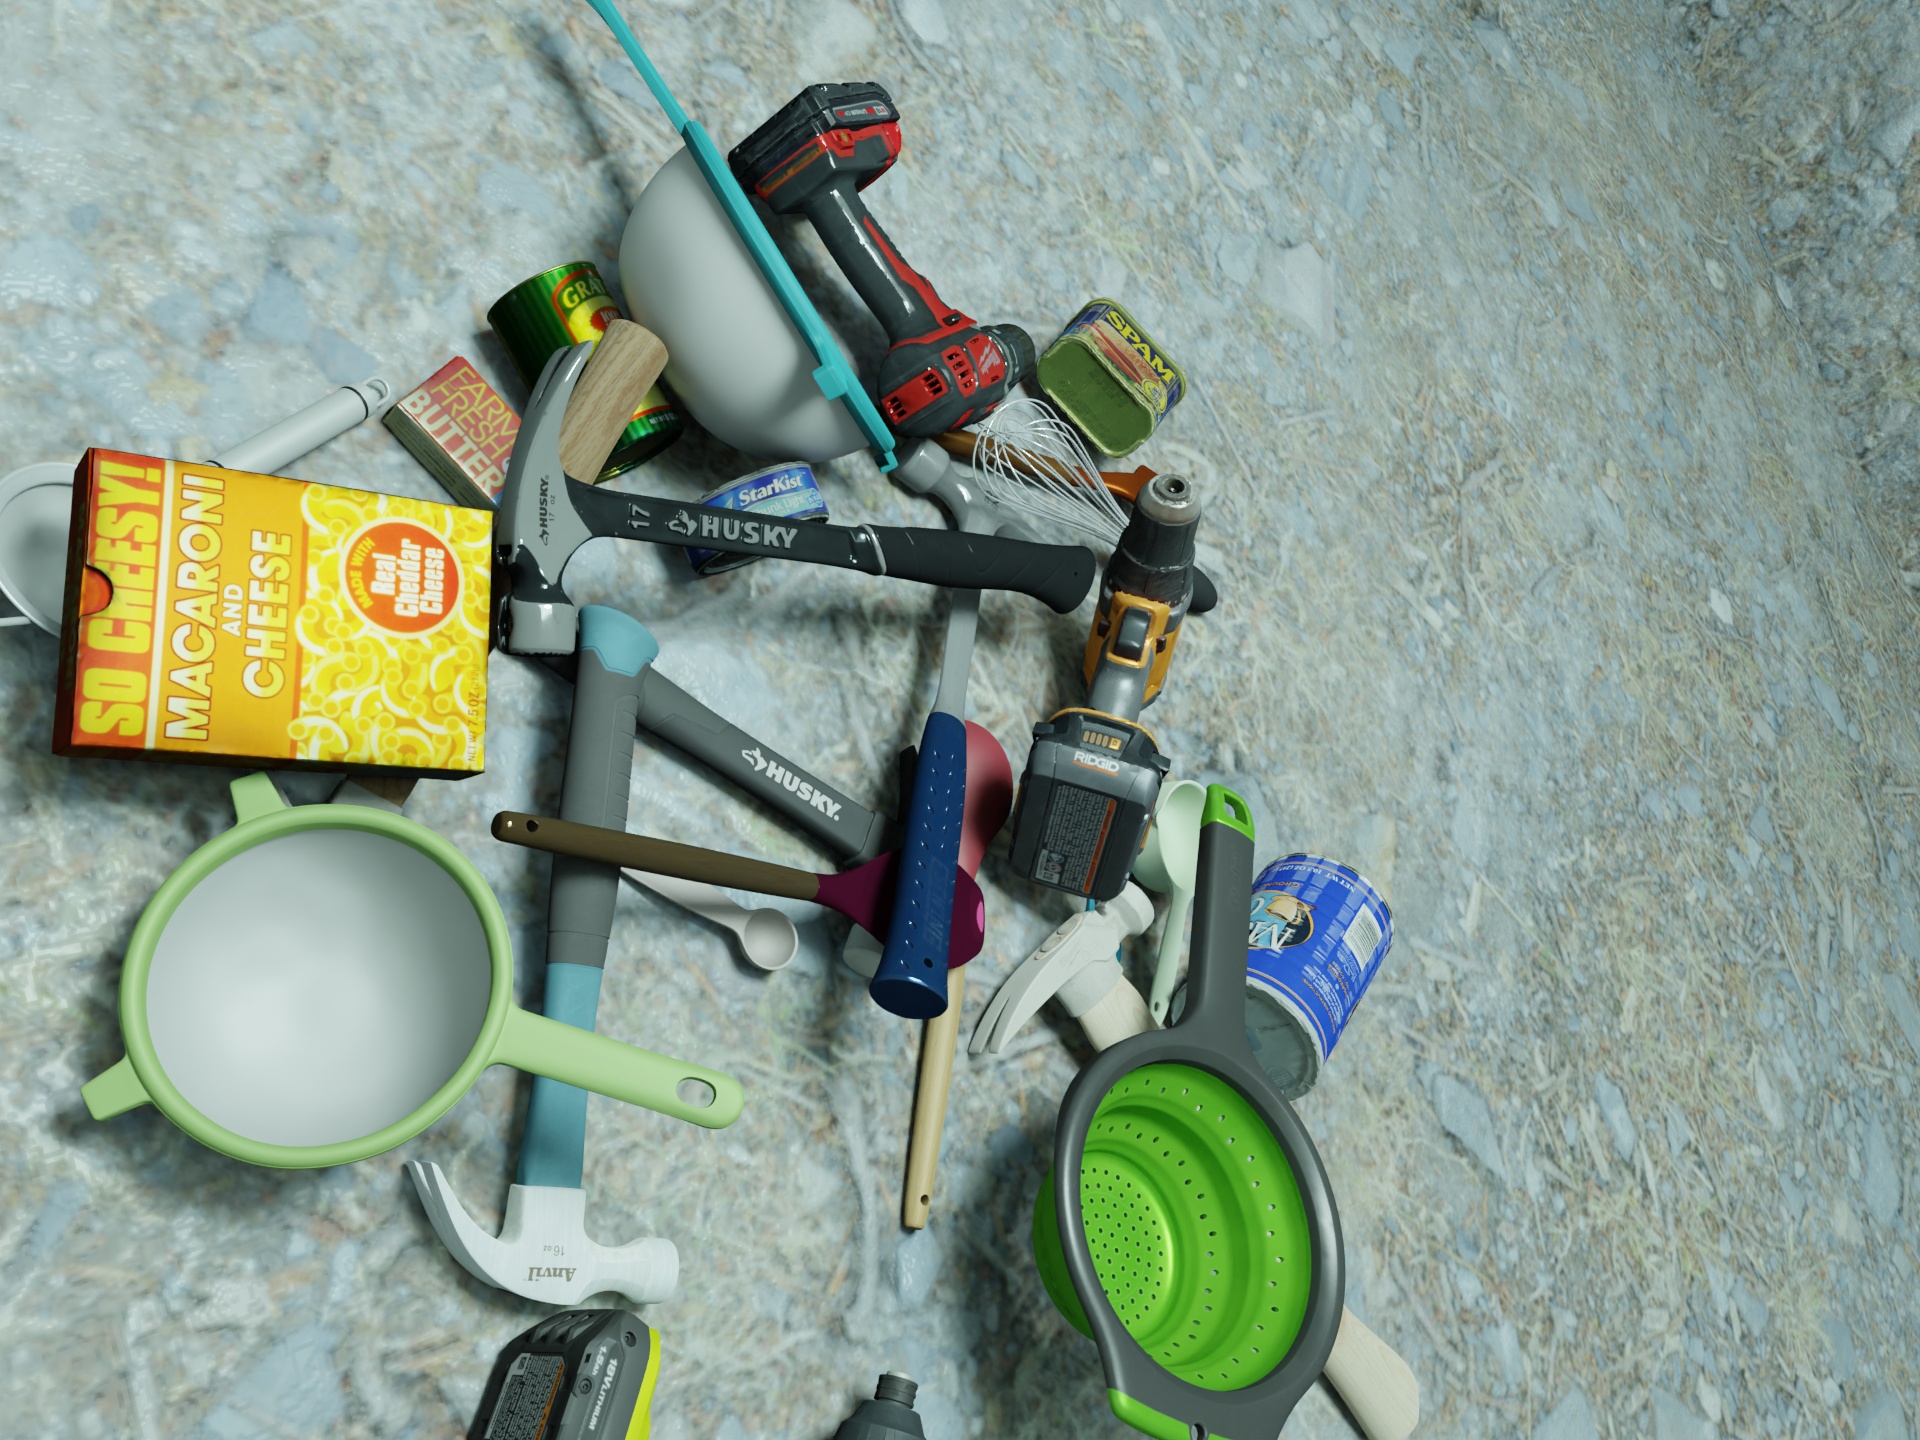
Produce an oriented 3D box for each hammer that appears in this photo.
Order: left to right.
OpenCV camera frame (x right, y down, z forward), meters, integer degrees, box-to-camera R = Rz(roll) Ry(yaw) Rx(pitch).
[{"bbox_3d":[-0.232,-0.063,0.776,0.130,0.031,0.331,34,65,-24],"label":"hammer"},{"bbox_3d":[-0.183,0.105,0.766,0.128,0.033,0.331,15,69,-35],"label":"hammer"},{"bbox_3d":[-0.144,0.000,0.869,0.334,0.035,0.146,36,52,-24],"label":"hammer"},{"bbox_3d":[-0.065,-0.100,0.871,0.408,0.036,0.149,1,90,-46],"label":"hammer"},{"bbox_3d":[-0.001,-0.003,0.943,0.144,0.035,0.406,35,41,-26],"label":"hammer"},{"bbox_3d":[0.164,0.304,0.995,0.146,0.038,0.410,-41,103,-31],"label":"hammer"}]

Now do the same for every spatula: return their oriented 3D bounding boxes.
[{"bbox_3d":[0.052,-0.175,1.125,0.322,0.041,0.081,11,64,-33],"label":"spatula"}]

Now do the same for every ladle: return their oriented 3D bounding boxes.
[{"bbox_3d":[-0.006,0.137,0.936,0.069,0.031,0.316,26,58,-31],"label":"ladle"}]

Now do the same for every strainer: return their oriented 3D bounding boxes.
[{"bbox_3d":[-0.351,-0.104,0.731,0.086,0.050,0.258,57,40,-17],"label":"strainer"},{"bbox_3d":[-0.220,0.133,0.685,0.256,0.069,0.152,20,64,-10],"label":"strainer"},{"bbox_3d":[-0.164,-0.277,0.915,0.340,0.095,0.211,58,3,6],"label":"strainer"}]

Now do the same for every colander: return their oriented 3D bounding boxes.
[{"bbox_3d":[0.120,0.217,0.923,0.204,0.094,0.397,29,50,-23],"label":"colander"}]

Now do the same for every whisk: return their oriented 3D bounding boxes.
[{"bbox_3d":[0.102,-0.137,1.109,0.284,0.070,0.070,30,53,-45],"label":"whisk"}]

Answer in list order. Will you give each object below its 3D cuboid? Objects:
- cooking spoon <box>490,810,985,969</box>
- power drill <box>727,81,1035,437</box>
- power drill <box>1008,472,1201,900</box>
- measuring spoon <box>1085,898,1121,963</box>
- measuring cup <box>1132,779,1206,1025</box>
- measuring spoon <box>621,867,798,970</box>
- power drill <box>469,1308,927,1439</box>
[{"bbox_3d":[-0.097,0.082,0.820,0.318,0.017,0.069,18,66,-43],"label":"cooking spoon"},{"bbox_3d":[-0.035,-0.302,1.059,0.226,0.080,0.188,59,31,-7],"label":"power drill"},{"bbox_3d":[0.100,-0.027,0.984,0.084,0.185,0.226,16,49,5],"label":"power drill"},{"bbox_3d":[0.097,0.108,1.039,0.042,0.021,0.129,31,55,-28],"label":"measuring spoon"},{"bbox_3d":[0.131,0.121,1.057,0.083,0.038,0.168,30,66,-43],"label":"measuring cup"},{"bbox_3d":[-0.142,0.096,0.846,0.124,0.018,0.034,34,52,-17],"label":"measuring spoon"},{"bbox_3d":[-0.109,0.357,0.717,0.223,0.080,0.171,36,52,-29],"label":"power drill"}]
